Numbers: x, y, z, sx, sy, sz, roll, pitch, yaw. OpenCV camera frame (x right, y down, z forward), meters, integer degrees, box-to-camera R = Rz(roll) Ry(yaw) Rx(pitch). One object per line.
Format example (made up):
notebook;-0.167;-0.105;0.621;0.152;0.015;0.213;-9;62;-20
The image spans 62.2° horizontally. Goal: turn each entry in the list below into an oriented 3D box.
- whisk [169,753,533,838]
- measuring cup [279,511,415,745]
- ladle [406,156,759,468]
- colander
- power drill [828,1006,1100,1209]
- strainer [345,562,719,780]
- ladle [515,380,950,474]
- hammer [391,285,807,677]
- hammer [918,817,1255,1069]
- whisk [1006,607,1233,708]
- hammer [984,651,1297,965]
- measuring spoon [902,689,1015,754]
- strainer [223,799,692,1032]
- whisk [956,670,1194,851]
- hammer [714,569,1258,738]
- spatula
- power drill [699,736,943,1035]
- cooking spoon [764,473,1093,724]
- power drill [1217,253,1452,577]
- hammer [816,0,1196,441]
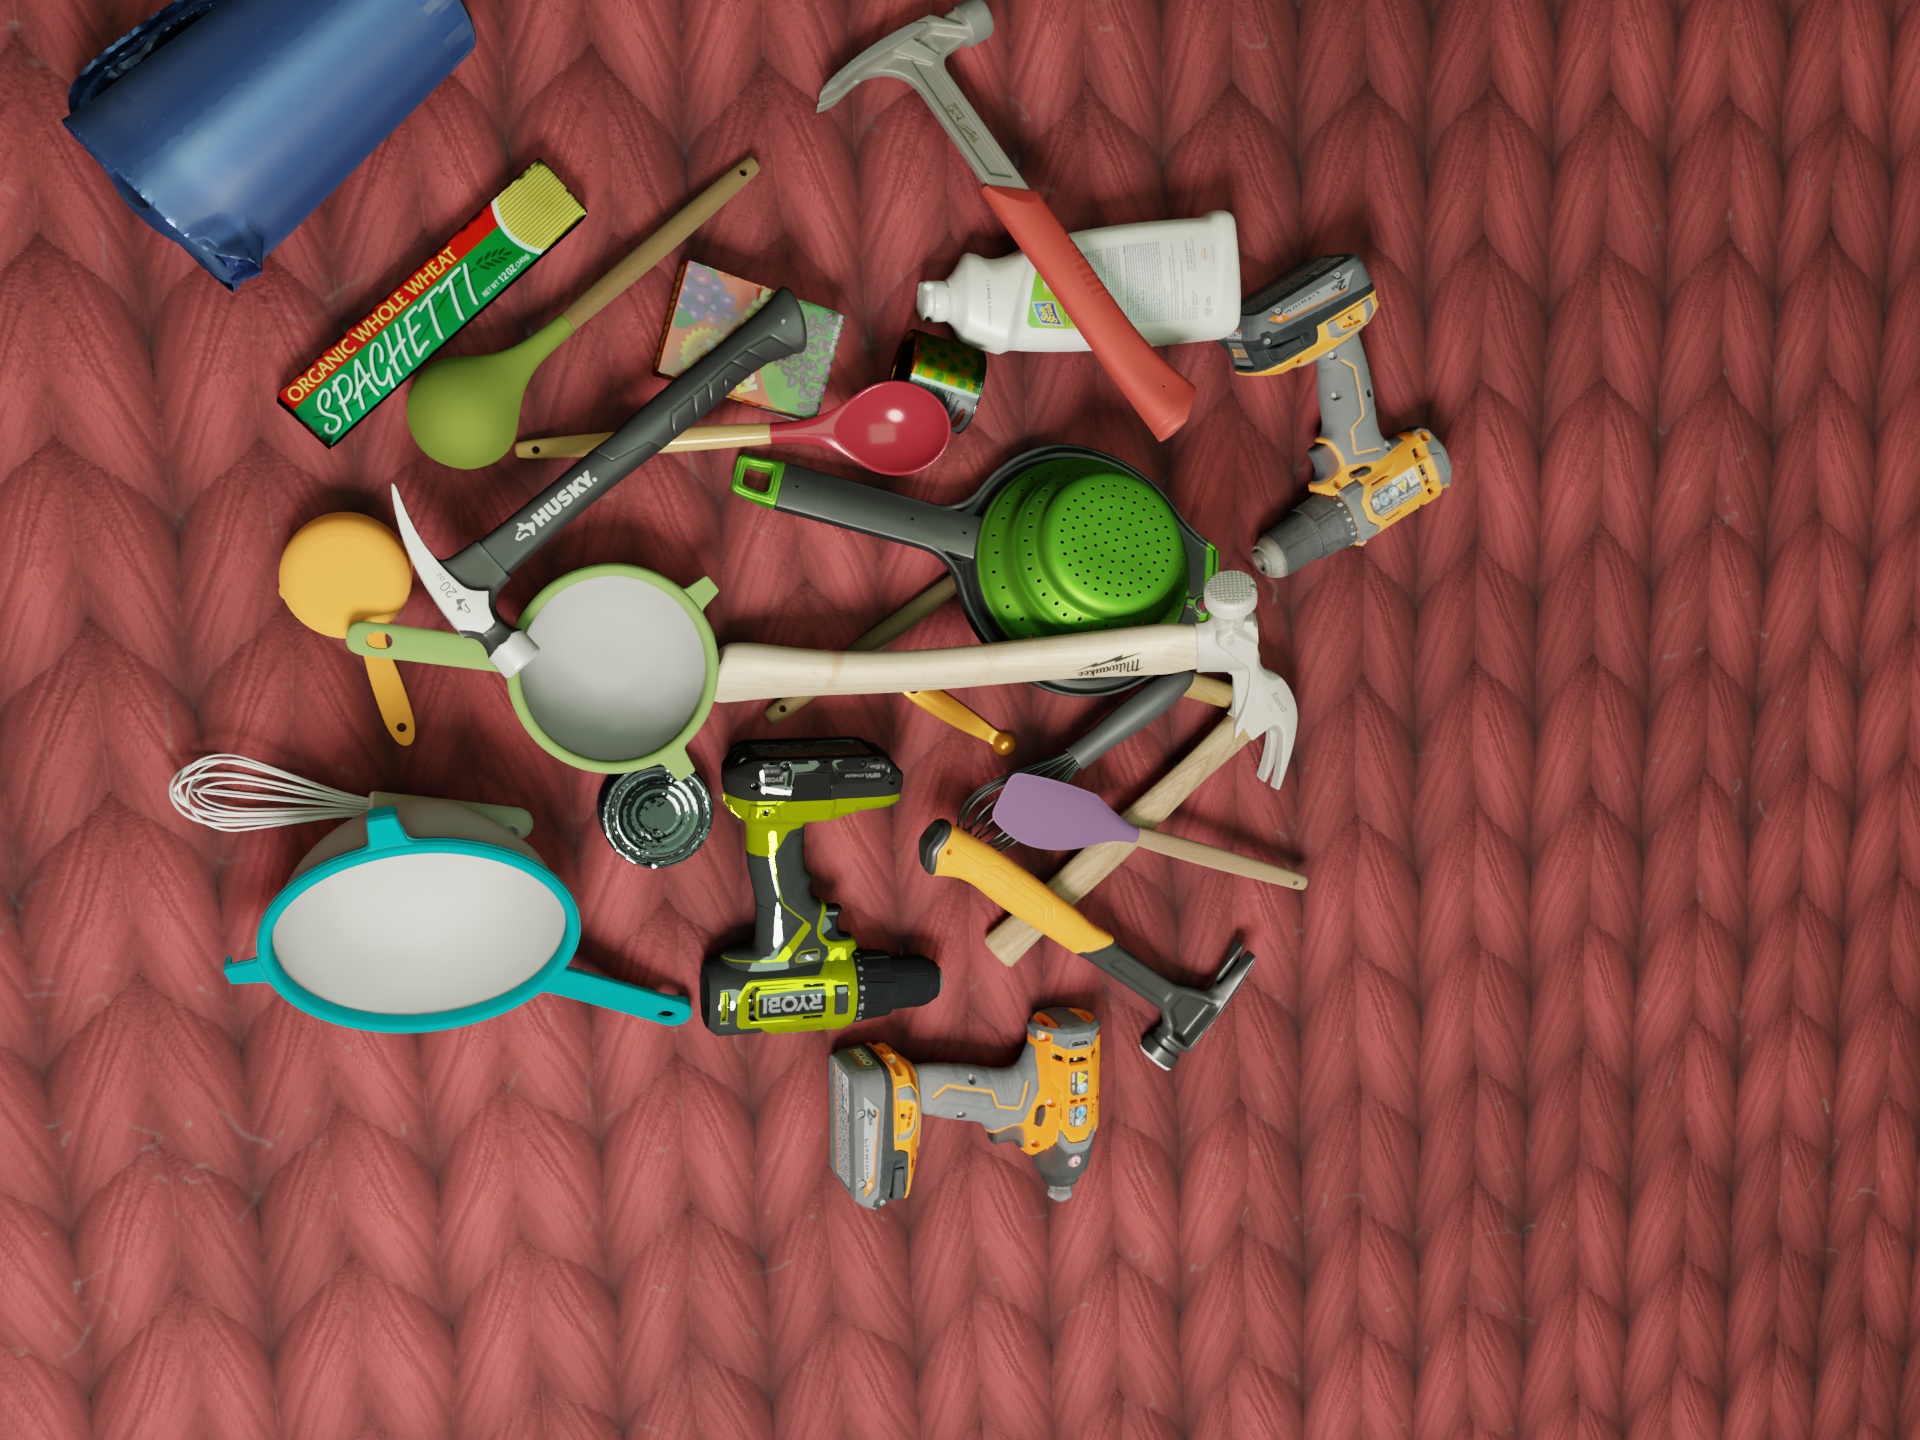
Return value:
whisk;-0.431;0.062;1.140;0.246;0.059;0.057;8;135;-23
measuring cup;-0.418;-0.061;1.118;0.095;0.052;0.173;-19;102;-15
ladle;-0.265;-0.300;1.144;0.320;0.062;0.078;-45;106;-14
colander;0.026;-0.145;1.205;0.397;0.094;0.204;14;77;-12
power drill;0.010;0.332;1.312;0.226;0.084;0.164;-4;101;-21
strainer;-0.306;-0.045;1.147;0.256;0.069;0.151;7;92;-19
ladle;-0.165;-0.207;1.164;0.315;0.031;0.069;-4;105;-5
hammer;-0.239;-0.192;1.111;0.335;0.035;0.146;-43;102;-13
hammer;0.099;0.167;1.302;0.336;0.034;0.127;36;94;-29
whisk;0.131;-0.051;1.311;0.244;0.047;0.051;15;106;-24
hammer;0.152;0.084;1.330;0.331;0.031;0.130;-43;121;-3
measuring spoon;-0.002;-0.004;1.287;0.116;0.011;0.021;31;88;-20
strainer;-0.337;0.146;1.162;0.211;0.095;0.340;-41;136;22
whisk;0.093;0.031;1.293;0.239;0.055;0.055;-37;108;-4
hammer;0.015;-0.035;1.196;0.410;0.038;0.146;-3;137;7
spatula;0.163;0.102;1.314;0.315;0.018;0.059;16;108;-27
power drill;-0.104;0.133;1.243;0.190;0.080;0.228;-1;102;-18
cooking spoon;-0.024;-0.096;1.262;0.319;0.017;0.068;-37;102;-10
power drill;0.290;-0.243;1.312;0.185;0.084;0.226;-32;112;-9
hammer;0.051;-0.358;1.182;0.149;0.036;0.359;-35;90;-11
